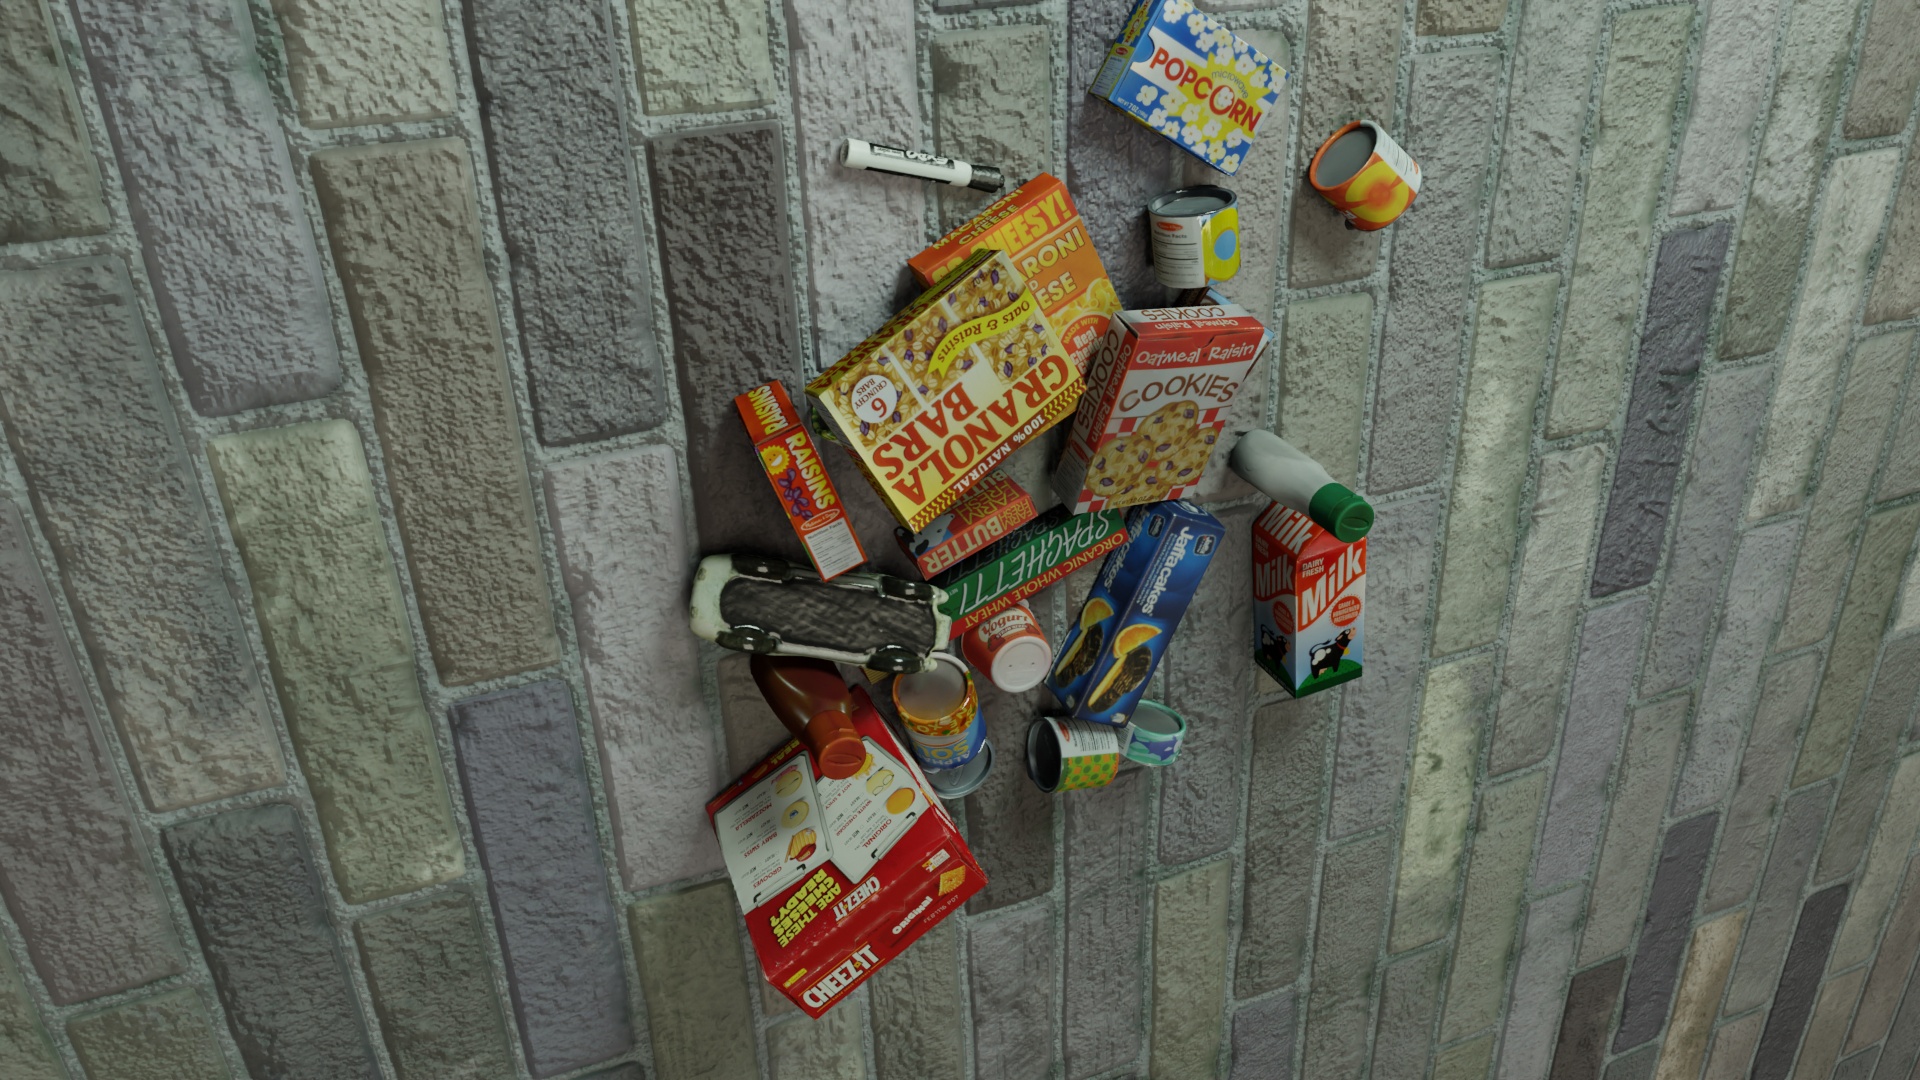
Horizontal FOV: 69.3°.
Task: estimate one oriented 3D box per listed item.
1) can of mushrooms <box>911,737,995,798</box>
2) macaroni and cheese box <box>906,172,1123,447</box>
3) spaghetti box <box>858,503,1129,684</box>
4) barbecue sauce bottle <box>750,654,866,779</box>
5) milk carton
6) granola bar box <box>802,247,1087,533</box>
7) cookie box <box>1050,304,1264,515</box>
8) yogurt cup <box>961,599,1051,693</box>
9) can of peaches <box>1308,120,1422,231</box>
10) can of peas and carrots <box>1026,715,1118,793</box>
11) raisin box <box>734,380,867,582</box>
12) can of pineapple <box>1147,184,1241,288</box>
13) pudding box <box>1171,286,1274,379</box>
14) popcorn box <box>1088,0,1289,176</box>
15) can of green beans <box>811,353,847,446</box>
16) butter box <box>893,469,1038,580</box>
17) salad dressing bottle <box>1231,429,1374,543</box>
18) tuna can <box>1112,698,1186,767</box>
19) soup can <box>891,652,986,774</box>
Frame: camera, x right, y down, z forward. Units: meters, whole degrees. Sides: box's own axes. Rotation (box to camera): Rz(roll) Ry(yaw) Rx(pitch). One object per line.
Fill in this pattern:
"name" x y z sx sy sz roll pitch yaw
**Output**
"can of mushrooms" -0.009 0.184 1.189 0.071 0.033 0.070 -11 119 -19
"macaroni and cheese box" 0.051 -0.170 1.036 0.124 0.040 0.166 -34 124 -5
"spaghetti box" 0.023 0.033 1.130 0.250 0.029 0.050 -29 124 -8
"barbecue sauce bottle" -0.111 0.124 1.044 0.065 0.149 0.043 10 110 -28
"milk carton" 0.309 0.038 1.234 0.073 0.072 0.189 -17 120 -15
"granola bar box" -0.008 -0.105 0.968 0.166 0.039 0.124 -40 115 -12
"cookie box" 0.152 -0.101 1.077 0.123 0.040 0.166 -9 135 -30
"yogurt cup" 0.041 0.090 1.151 0.072 0.054 0.072 -10 119 -19
"can of peaches" 0.313 -0.282 1.081 0.058 0.071 0.071 31 100 -33
"can of peas and carrots" 0.097 0.187 1.219 0.059 0.071 0.070 -2 115 -24
"raisin box" -0.115 -0.043 0.996 0.040 0.086 0.123 -25 122 -5
"can of pineapple" 0.178 -0.229 1.047 0.071 0.071 0.057 -19 121 -14
"pudding box" 0.206 -0.168 1.111 0.083 0.030 0.049 26 103 -32
"popcorn box" 0.167 -0.332 1.008 0.127 0.038 0.085 20 106 -31
"can of green beans" -0.067 -0.095 1.004 0.058 0.071 0.071 24 103 -31
"butter box" 0.004 -0.014 1.084 0.103 0.053 0.024 -30 125 -8
"salad dressing bottle" 0.278 -0.045 1.134 0.064 0.148 0.043 9 111 -27
"tuna can" 0.169 0.171 1.241 0.071 0.071 0.032 3 113 -25
"soup can" -0.018 0.141 1.125 0.071 0.071 0.083 -28 146 -9
